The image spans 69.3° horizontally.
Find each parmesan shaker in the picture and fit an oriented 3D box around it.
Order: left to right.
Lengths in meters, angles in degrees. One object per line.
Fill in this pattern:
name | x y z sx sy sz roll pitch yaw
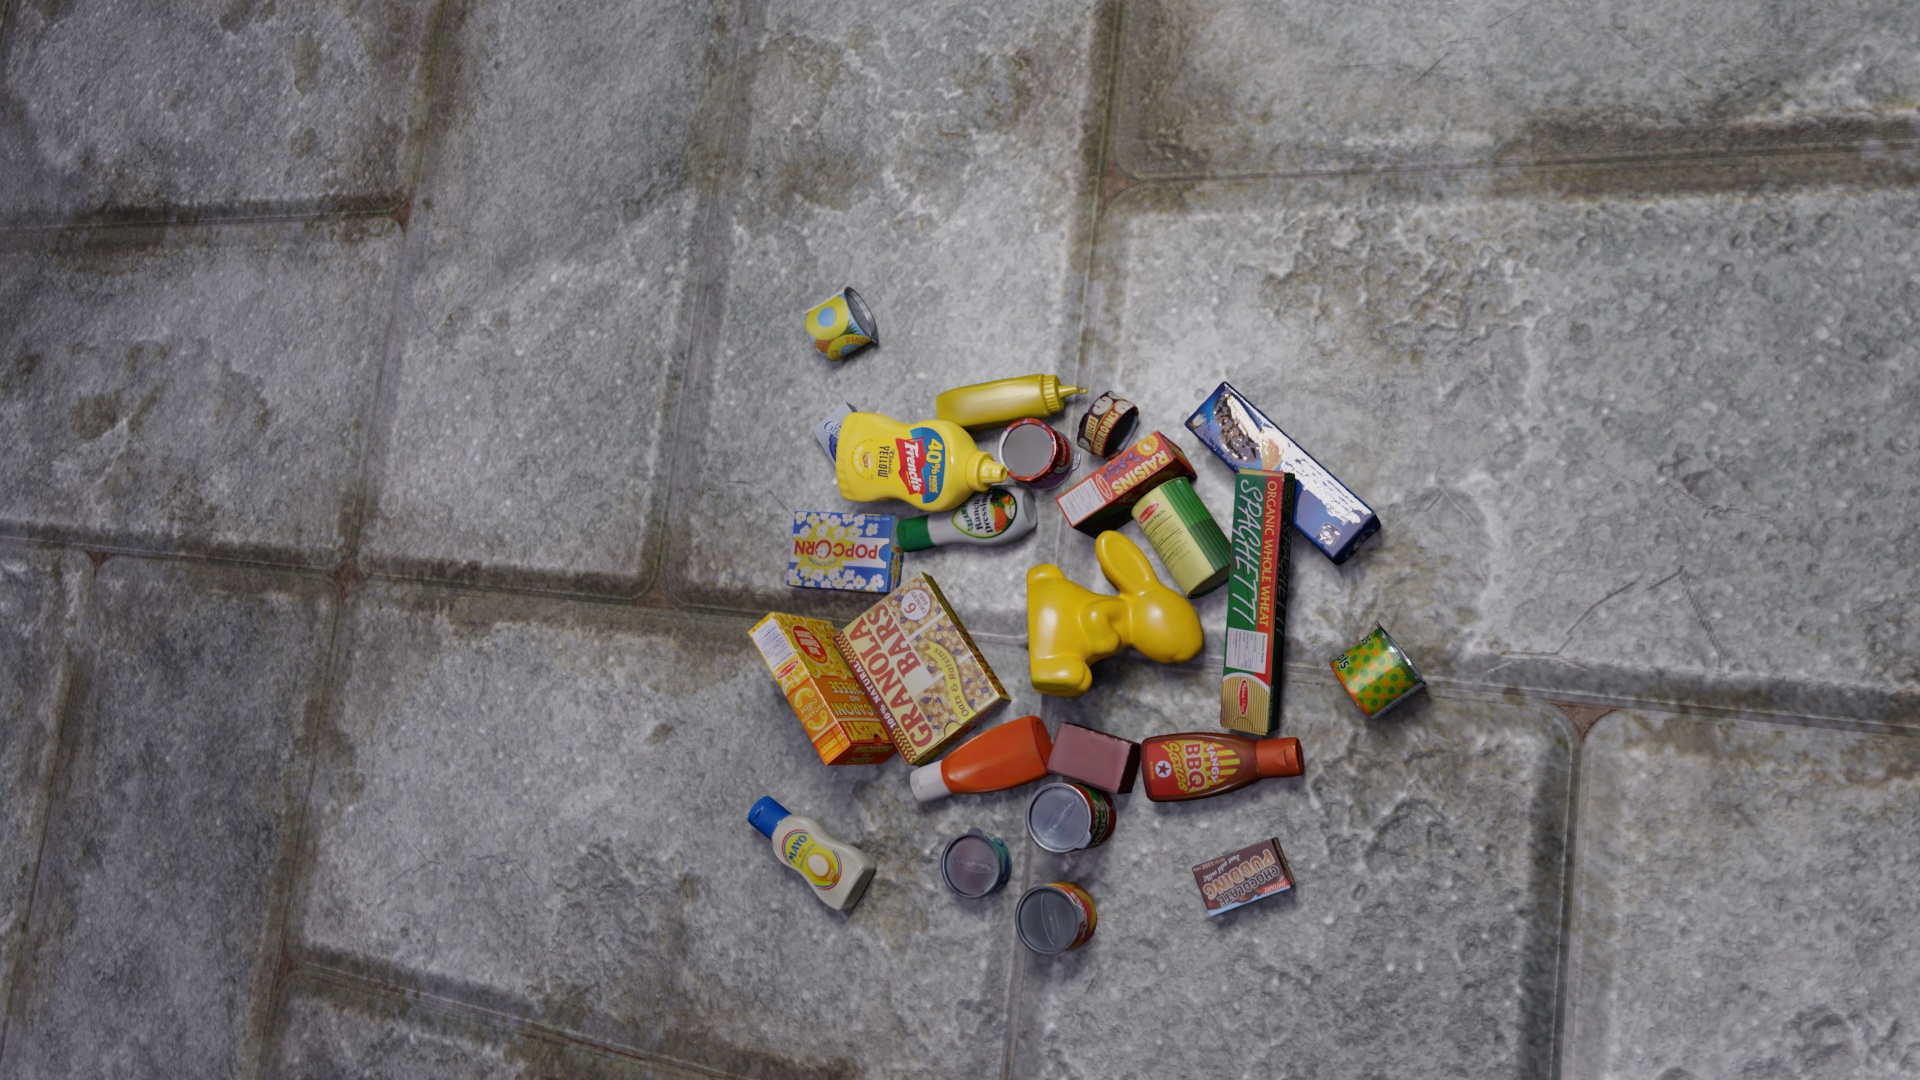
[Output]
parmesan shaker | 0.221 0.000 1.361 0.071 0.071 0.103 -36 70 14

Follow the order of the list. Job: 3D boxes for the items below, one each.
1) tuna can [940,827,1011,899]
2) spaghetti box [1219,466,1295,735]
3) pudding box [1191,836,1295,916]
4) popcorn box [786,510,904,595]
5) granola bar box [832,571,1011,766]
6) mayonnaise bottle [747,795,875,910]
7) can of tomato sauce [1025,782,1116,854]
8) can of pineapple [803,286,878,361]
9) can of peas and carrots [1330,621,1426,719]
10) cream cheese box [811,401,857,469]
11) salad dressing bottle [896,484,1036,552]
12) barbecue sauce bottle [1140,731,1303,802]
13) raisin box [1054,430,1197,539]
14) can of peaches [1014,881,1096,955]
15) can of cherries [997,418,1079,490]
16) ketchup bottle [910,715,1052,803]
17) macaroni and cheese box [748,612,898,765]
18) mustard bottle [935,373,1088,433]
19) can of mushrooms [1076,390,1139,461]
tuna can | 0.017 0.326 1.409 0.071 0.033 0.071 -4 80 23
spaghetti box | 0.279 0.056 1.305 0.050 0.029 0.249 8 99 36
pudding box | 0.265 0.316 1.304 0.083 0.030 0.050 -25 73 18
popcorn box | -0.125 0.014 1.524 0.126 0.038 0.085 3 81 24
granola bar box | -0.043 0.135 1.463 0.124 0.039 0.166 -37 69 10
mayonnaise bottle | -0.163 0.329 1.483 0.148 0.041 0.064 32 96 24
can of tomato sauce | 0.110 0.269 1.351 0.071 0.083 0.071 -4 80 23
can of pineapple | -0.134 -0.240 1.557 0.058 0.071 0.071 -27 72 18
can of peas and carrots | 0.379 0.119 1.268 0.058 0.071 0.071 -39 68 14
cream cheese box | -0.118 -0.099 1.548 0.053 0.024 0.104 -38 68 12
salad dressing bottle | 0.005 -0.018 1.469 0.147 0.044 0.064 -13 74 21
barbecue sauce bottle | 0.249 0.212 1.322 0.148 0.043 0.065 -9 78 22
raisin box | 0.166 -0.053 1.381 0.123 0.086 0.040 -34 68 15
can of peaches | 0.096 0.367 1.354 0.071 0.058 0.071 -4 79 23
can of cherries | 0.081 -0.090 1.440 0.071 0.058 0.071 -4 79 24
ketchup bottle | 0.020 0.230 1.419 0.148 0.043 0.065 -22 72 19
macaroni and cheese box | -0.139 0.156 1.457 0.040 0.124 0.167 -40 68 14
mustard bottle | 0.057 -0.147 1.460 0.160 0.065 0.049 -9 86 17
can of mushrooms | 0.149 -0.115 1.408 0.033 0.071 0.071 33 95 23
